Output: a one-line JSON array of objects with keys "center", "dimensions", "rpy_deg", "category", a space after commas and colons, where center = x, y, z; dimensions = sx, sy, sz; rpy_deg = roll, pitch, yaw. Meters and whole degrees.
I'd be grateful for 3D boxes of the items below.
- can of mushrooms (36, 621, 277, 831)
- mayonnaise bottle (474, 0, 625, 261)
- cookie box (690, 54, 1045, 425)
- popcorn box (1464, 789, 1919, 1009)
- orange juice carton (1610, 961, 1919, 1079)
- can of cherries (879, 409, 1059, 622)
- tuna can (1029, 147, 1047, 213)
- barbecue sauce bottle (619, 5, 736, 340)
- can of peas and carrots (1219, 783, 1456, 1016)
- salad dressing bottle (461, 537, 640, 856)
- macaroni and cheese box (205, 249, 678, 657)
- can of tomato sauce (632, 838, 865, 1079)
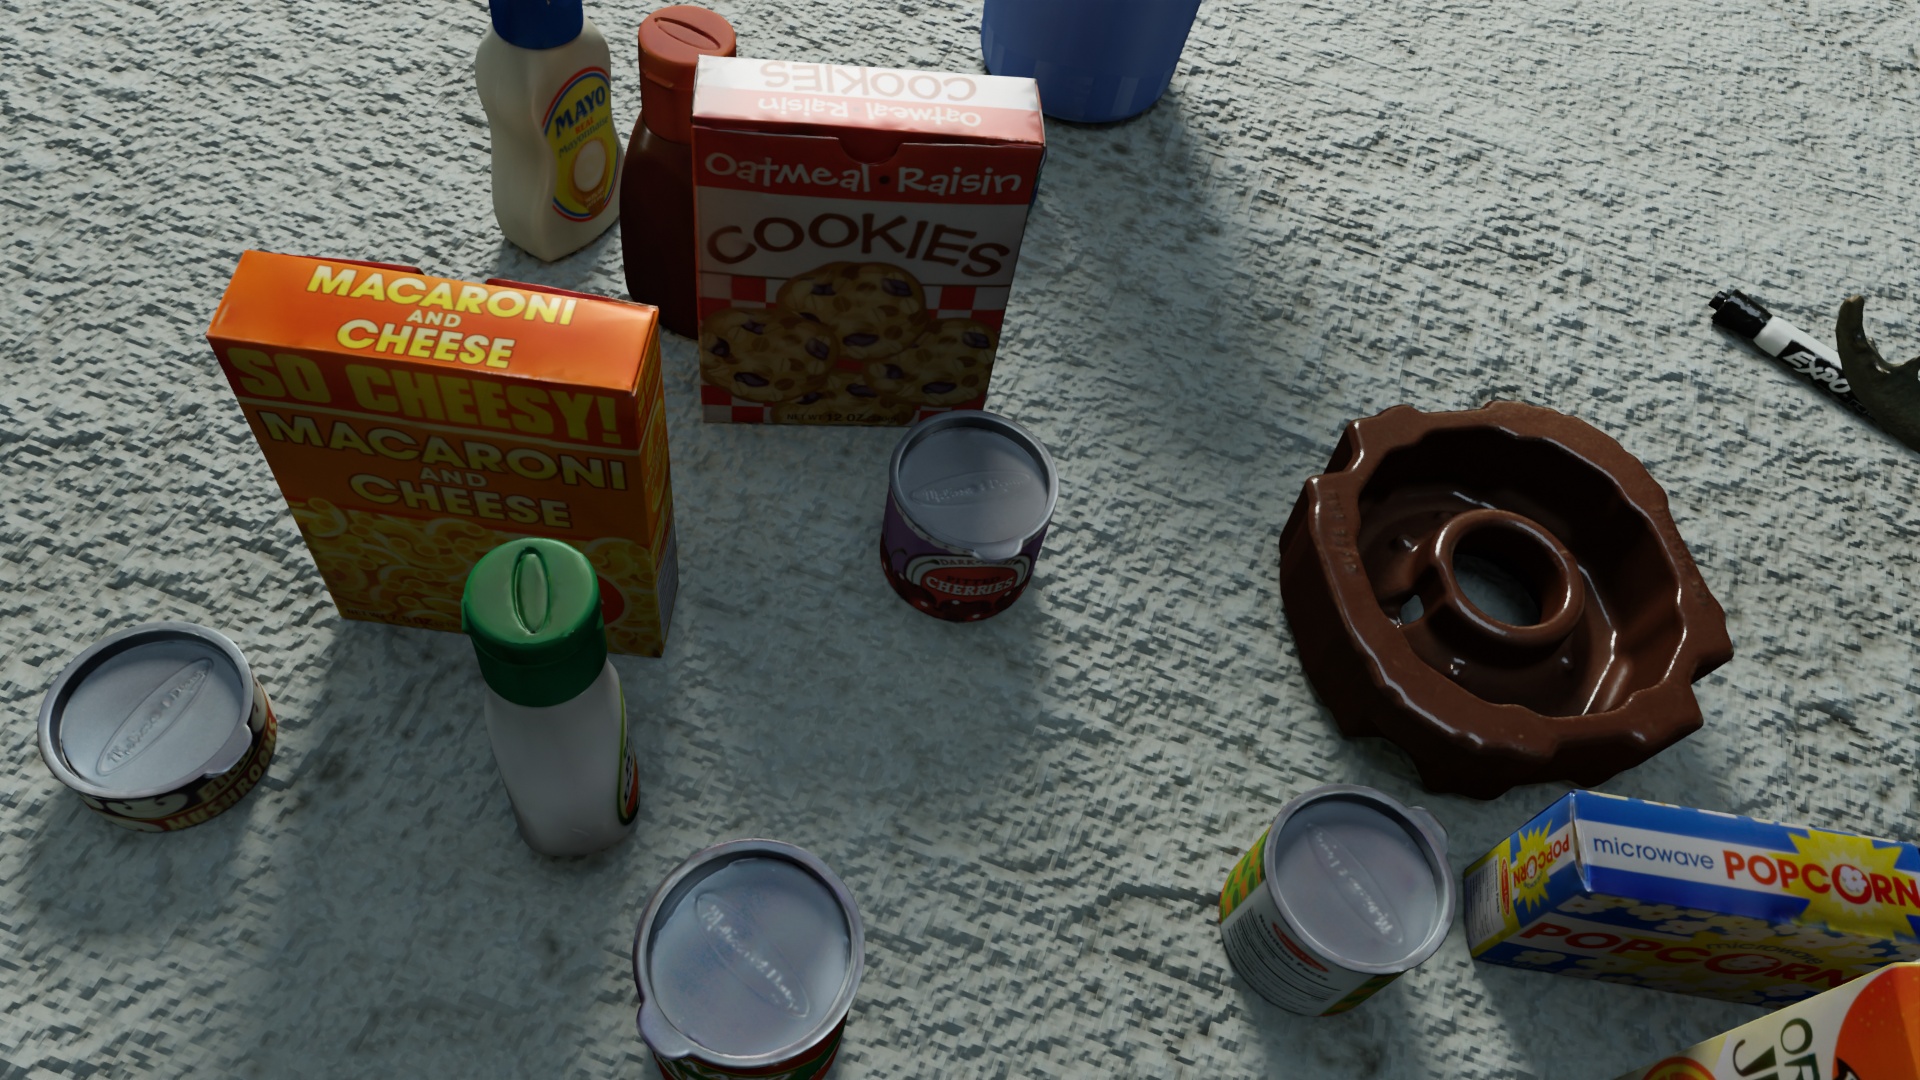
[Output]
[{"center": [-0.273, 0.065, 0.478], "dimensions": [0.071, 0.033, 0.071], "rpy_deg": [4, 57, -7], "category": "can of mushrooms"}, {"center": [-0.176, -0.190, 0.593], "dimensions": [0.041, 0.147, 0.065], "rpy_deg": [33, 58, 12], "category": "mayonnaise bottle"}, {"center": [-0.042, -0.109, 0.550], "dimensions": [0.123, 0.166, 0.040], "rpy_deg": [1, 57, -9], "category": "cookie box"}, {"center": [0.257, 0.129, 0.493], "dimensions": [0.127, 0.084, 0.038], "rpy_deg": [10, 56, -3], "category": "popcorn box"}, {"center": [0.274, 0.177, 0.400], "dimensions": [0.073, 0.191, 0.072], "rpy_deg": [10, 56, -2], "category": "orange juice carton"}, {"center": [0.002, -0.007, 0.556], "dimensions": [0.071, 0.058, 0.072], "rpy_deg": [4, 57, -7], "category": "can of cherries"}, {"center": [0.006, -0.183, 0.687], "dimensions": [0.071, 0.032, 0.071], "rpy_deg": [4, 57, -7], "category": "tuna can"}, {"center": [-0.112, -0.148, 0.575], "dimensions": [0.065, 0.147, 0.044], "rpy_deg": [28, 57, 9], "category": "barbecue sauce bottle"}, {"center": [0.132, 0.126, 0.490], "dimensions": [0.071, 0.058, 0.071], "rpy_deg": [4, 57, -7], "category": "can of peas and carrots"}, {"center": [-0.128, 0.053, 0.442], "dimensions": [0.044, 0.147, 0.064], "rpy_deg": [-6, 59, -13], "category": "salad dressing bottle"}, {"center": [-0.164, -0.022, 0.474], "dimensions": [0.124, 0.165, 0.040], "rpy_deg": [7, 57, -4], "category": "macaroni and cheese box"}, {"center": [-0.067, 0.141, 0.433], "dimensions": [0.071, 0.082, 0.071], "rpy_deg": [4, 57, -6], "category": "can of tomato sauce"}]
